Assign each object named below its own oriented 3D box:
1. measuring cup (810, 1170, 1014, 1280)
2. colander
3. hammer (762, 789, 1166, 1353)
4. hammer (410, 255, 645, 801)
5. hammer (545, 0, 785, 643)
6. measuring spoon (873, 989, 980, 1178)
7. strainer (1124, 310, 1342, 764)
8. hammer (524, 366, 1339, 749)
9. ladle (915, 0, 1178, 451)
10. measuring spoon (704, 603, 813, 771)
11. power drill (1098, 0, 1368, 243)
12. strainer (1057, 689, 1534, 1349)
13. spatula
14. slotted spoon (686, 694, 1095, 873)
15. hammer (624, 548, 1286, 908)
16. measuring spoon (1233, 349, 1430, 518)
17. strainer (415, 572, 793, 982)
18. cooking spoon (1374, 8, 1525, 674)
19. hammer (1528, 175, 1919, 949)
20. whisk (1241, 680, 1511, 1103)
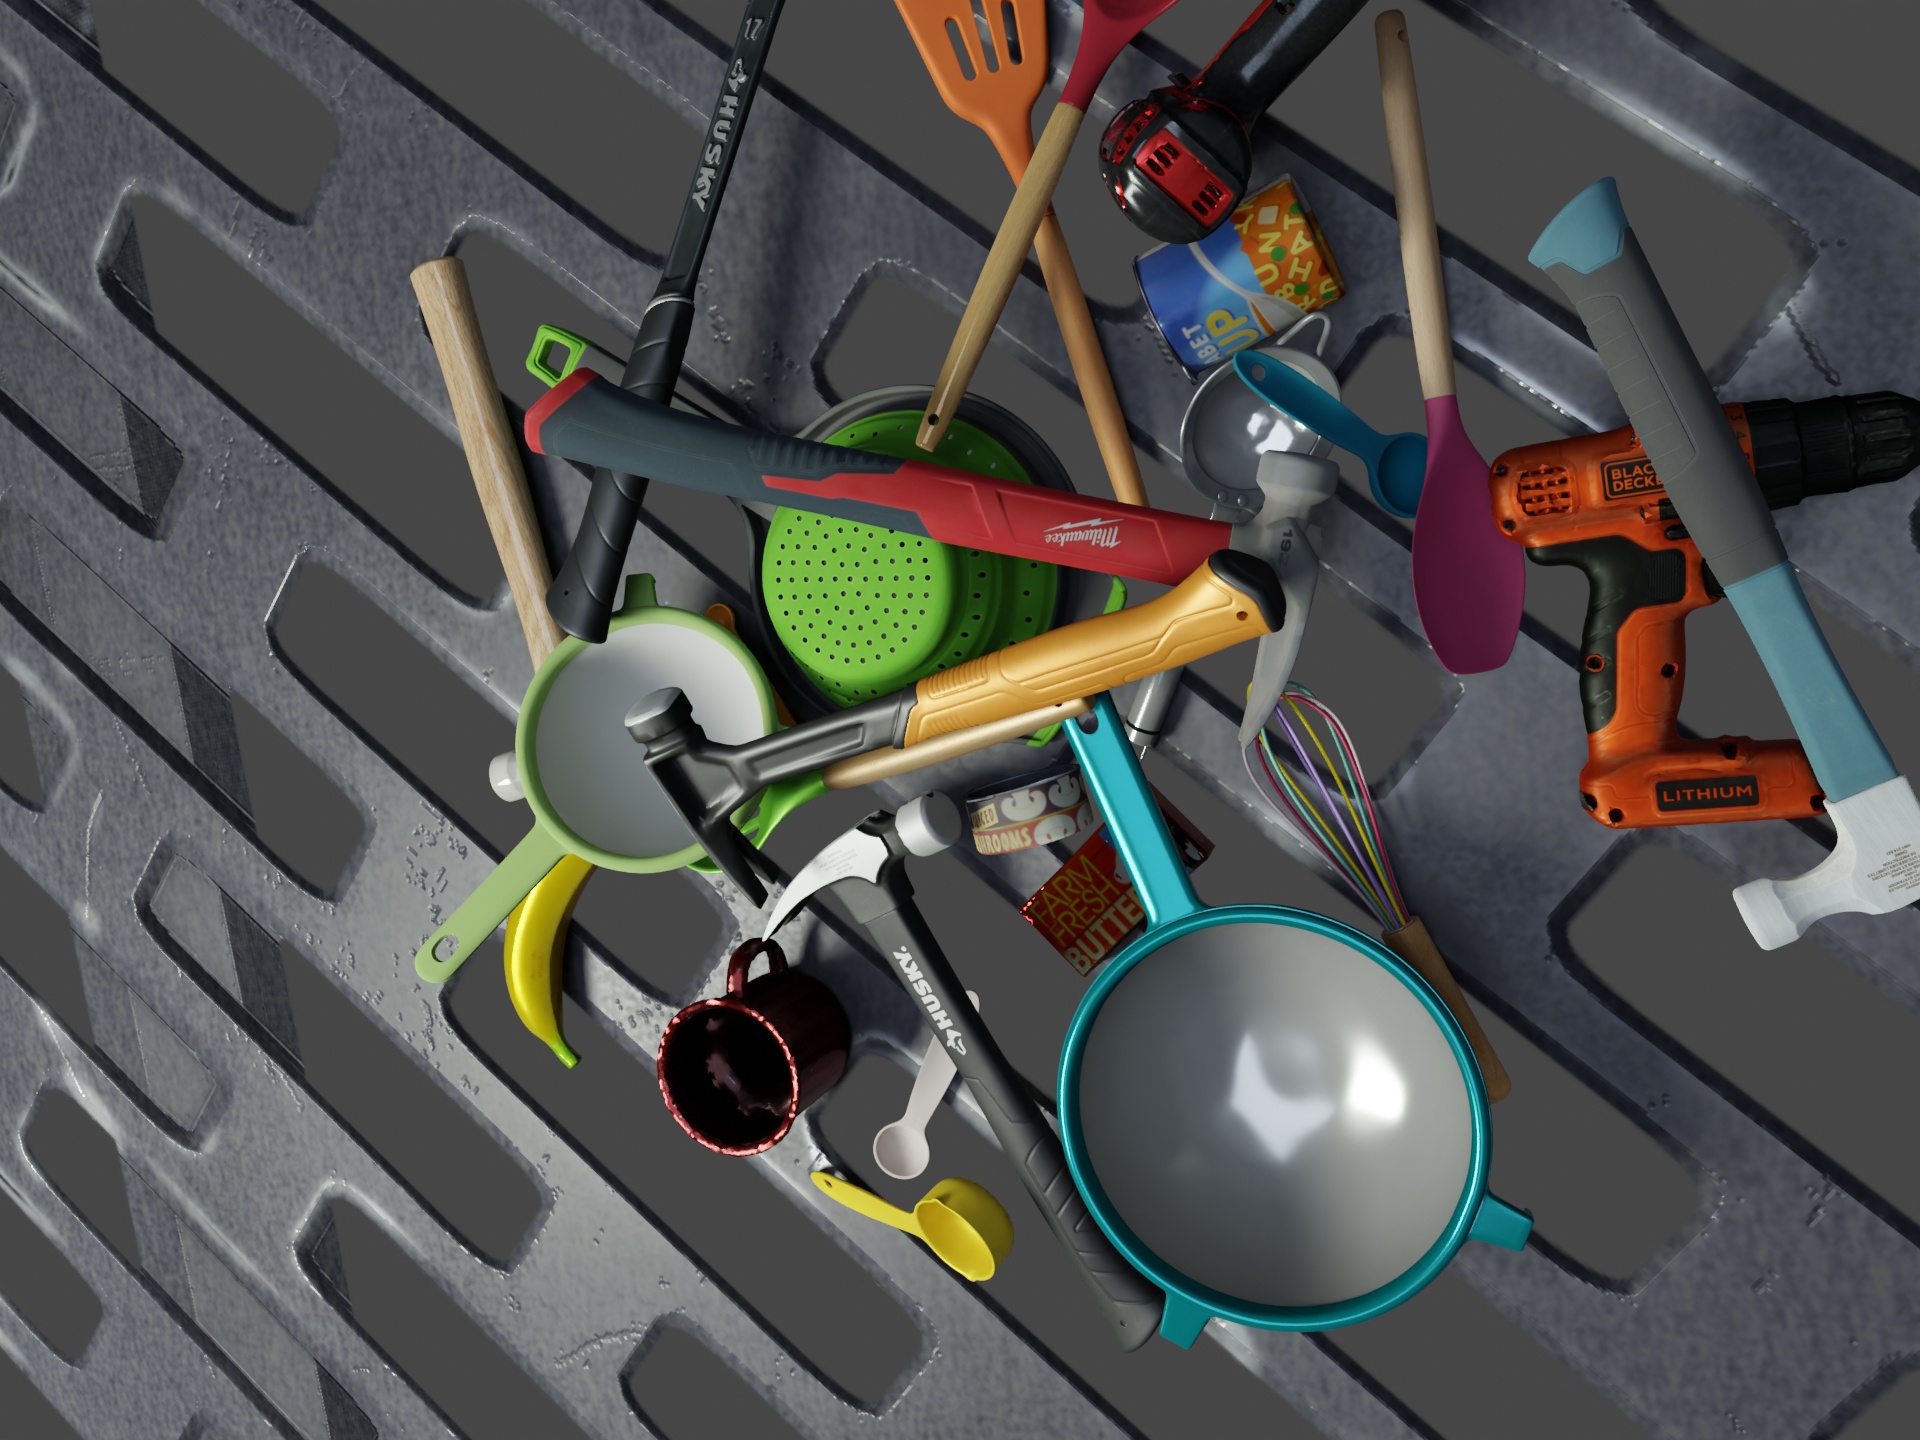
[{"bbox_3d":[-0.030,0.279,0.926,0.157,0.029,0.062,5,124,46],"label":"measuring cup"},{"bbox_3d":[-0.106,-0.120,0.875,0.397,0.094,0.204,32,108,15],"label":"colander"},{"bbox_3d":[0.016,0.206,0.885,0.146,0.035,0.335,-28,94,36],"label":"hammer"},{"bbox_3d":[-0.273,-0.122,0.978,0.130,0.031,0.331,-16,91,24],"label":"hammer"},{"bbox_3d":[-0.146,-0.239,0.857,0.149,0.036,0.409,22,97,33],"label":"hammer"},{"bbox_3d":[-0.015,0.212,0.934,0.034,0.018,0.124,25,100,9],"label":"measuring spoon"},{"bbox_3d":[0.126,-0.089,0.816,0.086,0.050,0.258,9,112,-23],"label":"strainer"},{"bbox_3d":[-0.023,-0.092,0.773,0.386,0.038,0.143,12,101,3],"label":"hammer"},{"bbox_3d":[0.046,-0.281,0.796,0.069,0.031,0.315,25,95,13],"label":"ladle"},{"bbox_3d":[-0.117,-0.018,0.943,0.021,0.011,0.117,-30,89,26],"label":"measuring spoon"},{"bbox_3d":[0.148,-0.319,0.726,0.078,0.143,0.219,37,109,-15],"label":"power drill"},{"bbox_3d":[0.137,0.133,0.817,0.211,0.095,0.340,-26,84,21],"label":"strainer"},{"bbox_3d":[0.050,-0.238,0.824,0.081,0.041,0.322,-19,92,-1],"label":"spatula"},{"bbox_3d":[-0.053,0.028,0.872,0.314,0.031,0.070,-18,69,39],"label":"slotted spoon"},{"bbox_3d":[-0.001,-0.002,0.770,0.337,0.034,0.127,-19,115,26],"label":"hammer"},{"bbox_3d":[0.180,-0.140,0.770,0.128,0.021,0.042,30,79,-14],"label":"measuring spoon"},{"bbox_3d":[-0.207,0.053,0.910,0.151,0.069,0.256,43,88,12],"label":"strainer"},{"bbox_3d":[0.227,-0.181,0.765,0.017,0.068,0.319,176,86,-67],"label":"cooking spoon"},{"bbox_3d":[0.331,-0.074,0.678,0.128,0.033,0.331,-26,88,20],"label":"hammer"},{"bbox_3d":[0.212,0.085,0.811,0.047,0.051,0.245,-30,90,44],"label":"whisk"}]
